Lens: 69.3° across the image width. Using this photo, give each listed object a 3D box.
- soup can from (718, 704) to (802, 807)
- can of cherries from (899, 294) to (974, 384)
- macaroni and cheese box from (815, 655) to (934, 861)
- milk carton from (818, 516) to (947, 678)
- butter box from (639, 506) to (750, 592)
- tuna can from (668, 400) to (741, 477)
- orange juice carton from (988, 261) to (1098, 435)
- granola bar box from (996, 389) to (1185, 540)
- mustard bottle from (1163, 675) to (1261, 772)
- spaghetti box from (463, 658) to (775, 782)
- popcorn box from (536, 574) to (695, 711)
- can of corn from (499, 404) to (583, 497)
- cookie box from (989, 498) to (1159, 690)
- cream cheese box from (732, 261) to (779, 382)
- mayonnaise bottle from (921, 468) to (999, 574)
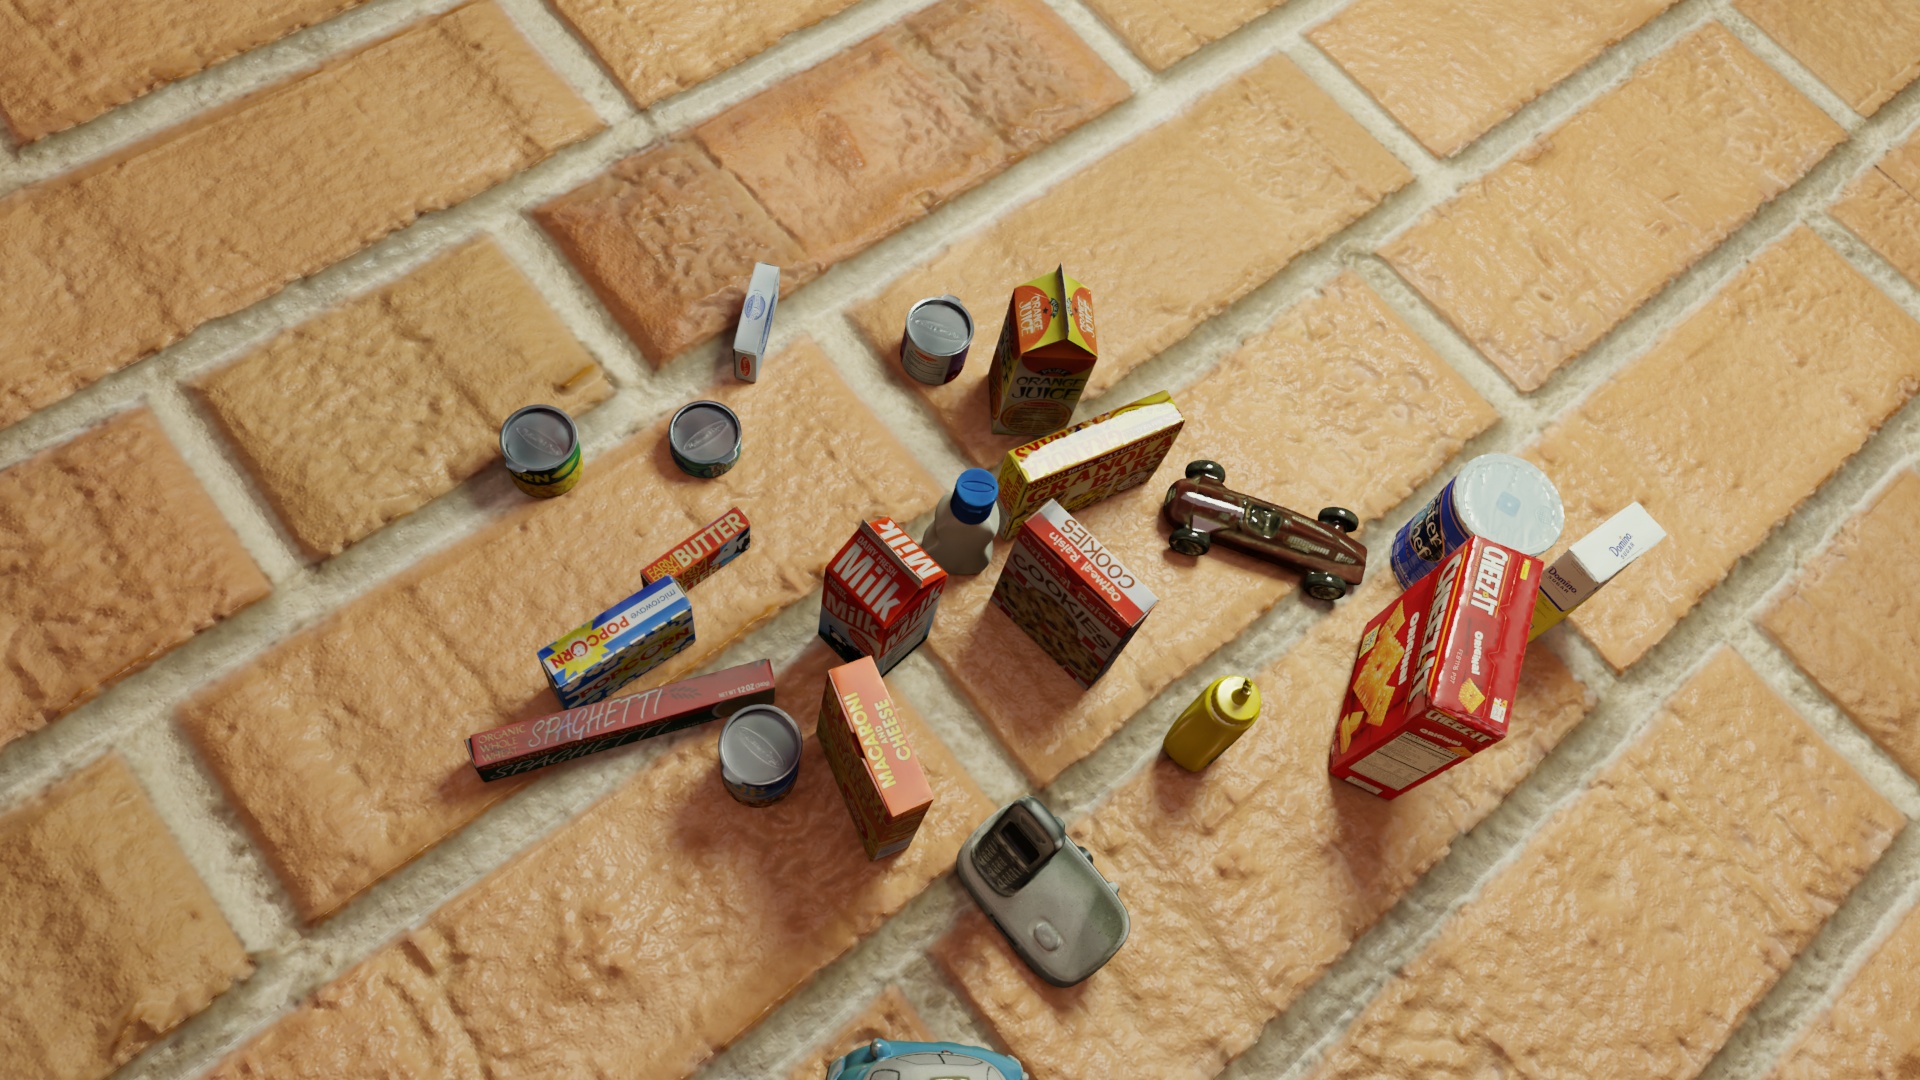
[{"bbox_3d":[-0.166,0.180,1.136,0.071,0.083,0.071,3,65,-7],"label":"soup can"},{"bbox_3d":[-0.022,-0.194,1.345,0.071,0.058,0.072,3,65,-7],"label":"can of cherries"},{"bbox_3d":[-0.072,0.178,1.106,0.040,0.165,0.124,-20,70,-17],"label":"macaroni and cheese box"},{"bbox_3d":[-0.066,0.046,1.155,0.074,0.189,0.072,-40,77,-22],"label":"milk carton"},{"bbox_3d":[-0.231,0.016,1.219,0.104,0.053,0.024,-36,76,-22],"label":"butter box"},{"bbox_3d":[-0.233,-0.091,1.279,0.071,0.032,0.071,3,65,-7],"label":"tuna can"},{"bbox_3d":[0.077,-0.172,1.276,0.073,0.191,0.072,1,66,-9],"label":"orange juice carton"},{"bbox_3d":[0.113,-0.067,1.272,0.166,0.123,0.039,-22,71,-18],"label":"granola bar box"},{"bbox_3d":[0.218,0.148,1.169,0.049,0.159,0.065,42,67,10],"label":"mustard bottle"},{"bbox_3d":[-0.277,0.148,1.152,0.251,0.050,0.029,-14,69,-15],"label":"spaghetti box"},{"bbox_3d":[-0.284,0.089,1.159,0.127,0.085,0.038,-33,75,-21],"label":"popcorn box"},{"bbox_3d":[-0.373,-0.077,1.236,0.071,0.058,0.071,3,65,-7],"label":"can of corn"},{"bbox_3d":[0.093,0.051,1.191,0.123,0.166,0.040,44,67,11],"label":"cookie box"},{"bbox_3d":[-0.195,-0.209,1.327,0.024,0.053,0.104,11,64,-4],"label":"cream cheese box"},{"bbox_3d":[0.004,-0.015,1.217,0.065,0.147,0.041,7,65,-6],"label":"mayonnaise bottle"}]
